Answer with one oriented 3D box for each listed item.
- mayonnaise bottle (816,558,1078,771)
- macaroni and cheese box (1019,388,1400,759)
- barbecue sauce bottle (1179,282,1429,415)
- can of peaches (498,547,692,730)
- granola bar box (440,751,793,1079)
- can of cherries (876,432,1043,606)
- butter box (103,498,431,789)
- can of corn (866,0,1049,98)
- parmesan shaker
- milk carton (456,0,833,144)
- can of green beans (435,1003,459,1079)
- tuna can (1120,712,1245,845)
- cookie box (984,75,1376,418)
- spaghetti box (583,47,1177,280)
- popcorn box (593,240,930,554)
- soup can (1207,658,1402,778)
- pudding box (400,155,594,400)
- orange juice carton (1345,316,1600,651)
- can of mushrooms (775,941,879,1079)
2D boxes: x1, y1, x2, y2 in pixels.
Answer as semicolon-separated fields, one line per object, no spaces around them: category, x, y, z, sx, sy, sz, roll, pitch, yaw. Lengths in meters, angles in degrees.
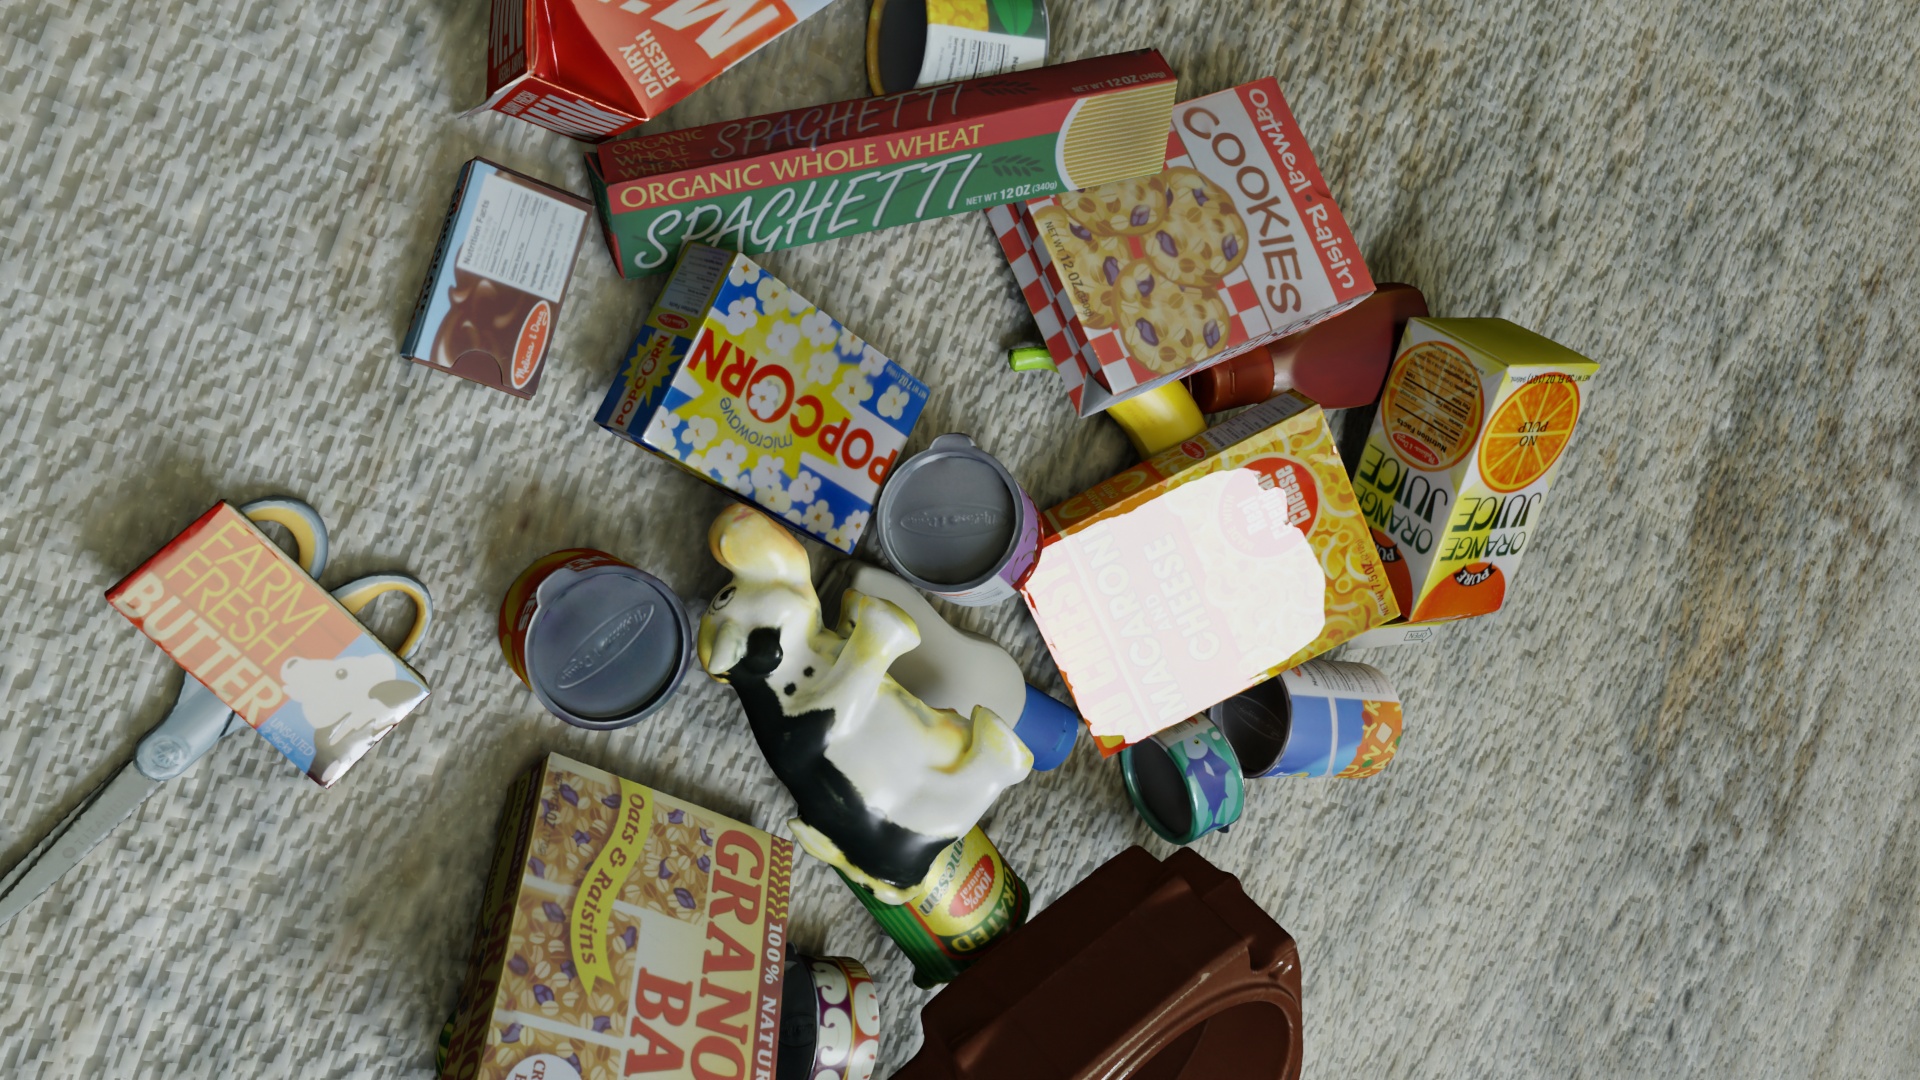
mayonnaise bottle;-0.008;0.067;0.662;0.148;0.041;0.065;32;82;-29
macaroni and cheese box;0.118;0.017;0.692;0.166;0.040;0.123;-26;109;0
barbecue sauce bottle;0.185;-0.098;0.746;0.149;0.044;0.064;-14;109;-26
can of peaches;-0.152;0.037;0.568;0.071;0.058;0.071;-4;99;-28
granola bar box;-0.132;0.182;0.553;0.124;0.039;0.166;28;42;-29
can of cherries;0.002;-0.008;0.631;0.071;0.058;0.071;-2;80;13
butter box;-0.253;0.038;0.512;0.053;0.024;0.103;-47;114;-17
can of corn;-0.003;-0.220;0.614;0.058;0.071;0.071;-4;99;-28
parmesan shaker;-0.023;0.149;0.648;0.071;0.071;0.103;-43;114;-18
milk carton;-0.112;-0.219;0.549;0.191;0.072;0.073;-41;114;-20
can of green beans;-0.179;0.221;0.576;0.071;0.058;0.071;-4;99;-28
tuna can;0.115;0.125;0.722;0.033;0.071;0.071;-19;105;-24
cookie box;0.108;-0.146;0.676;0.168;0.040;0.123;-23;86;-24
spaghetti box;-0.028;-0.161;0.588;0.251;0.029;0.049;-15;142;-14
popcorn box;-0.079;-0.057;0.589;0.126;0.038;0.085;32;82;-45
soup can;0.187;0.100;0.760;0.084;0.071;0.071;7;93;-30
pudding box;-0.183;-0.103;0.548;0.050;0.030;0.083;18;88;-31
orange juice carton;0.266;-0.022;0.765;0.072;0.073;0.191;-5;121;-29
can of mushrooms;-0.066;0.221;0.635;0.033;0.071;0.071;13;90;-30
